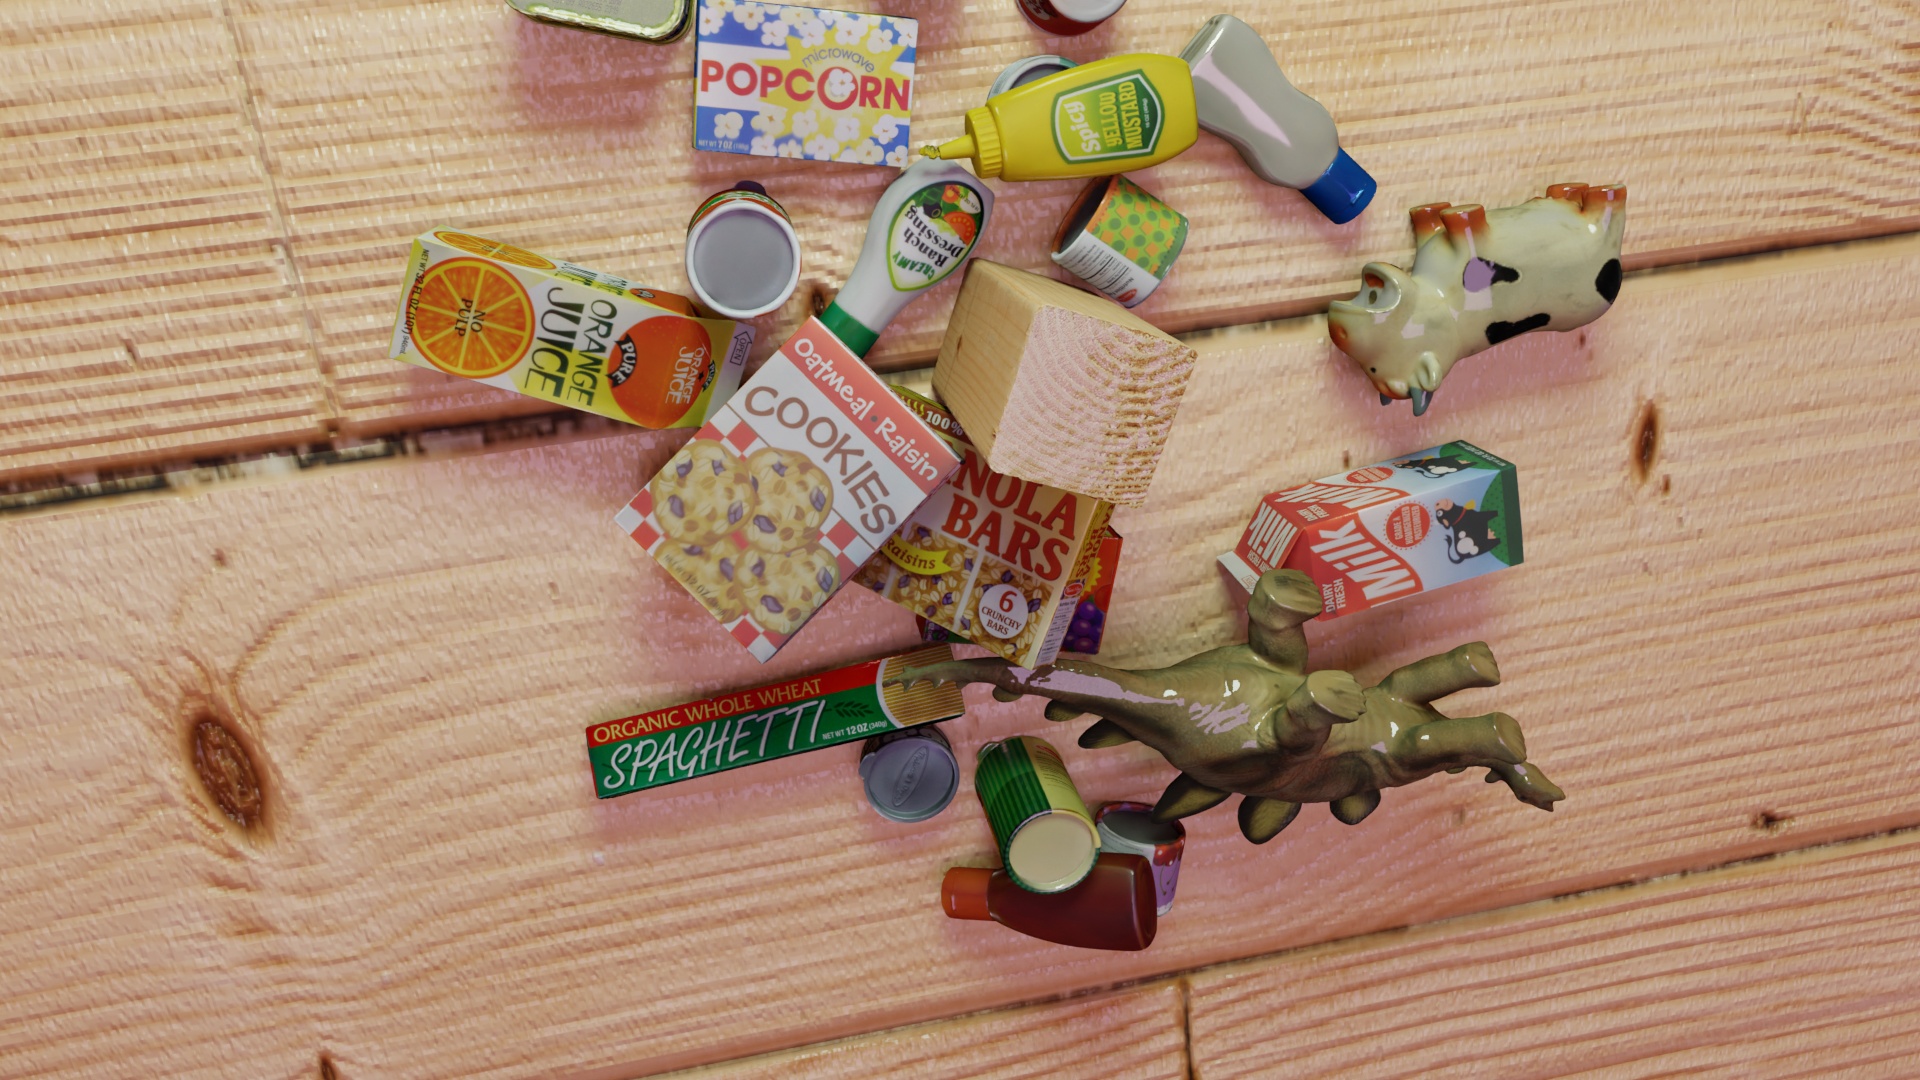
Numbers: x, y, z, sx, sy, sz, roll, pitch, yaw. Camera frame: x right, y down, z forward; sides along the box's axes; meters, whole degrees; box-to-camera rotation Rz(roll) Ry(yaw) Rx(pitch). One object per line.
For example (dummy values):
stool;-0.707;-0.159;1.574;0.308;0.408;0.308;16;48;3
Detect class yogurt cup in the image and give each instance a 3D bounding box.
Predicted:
yogurt cup;0.068;-0.329;0.808;0.072;0.054;0.072;-3;109;-10

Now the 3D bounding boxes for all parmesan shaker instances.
parmesan shaker;0.048;0.184;0.945;0.071;0.103;0.071;-3;109;-9

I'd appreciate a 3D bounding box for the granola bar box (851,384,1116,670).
granola bar box;0.003;-0.011;0.855;0.166;0.039;0.124;25;101;24

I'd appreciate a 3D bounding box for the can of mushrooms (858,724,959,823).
can of mushrooms;-0.038;0.157;0.958;0.071;0.033;0.070;-3;109;-9

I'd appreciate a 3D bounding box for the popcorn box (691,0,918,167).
popcorn box;-0.091;-0.266;0.808;0.127;0.038;0.085;2;107;-11

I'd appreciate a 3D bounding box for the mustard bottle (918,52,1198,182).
mustard bottle;0.055;-0.237;0.801;0.160;0.049;0.065;-14;108;-5

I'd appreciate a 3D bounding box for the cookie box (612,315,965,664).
cookie box;-0.099;-0.030;0.819;0.123;0.040;0.167;44;92;0

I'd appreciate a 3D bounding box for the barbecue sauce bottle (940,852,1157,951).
barbecue sauce bottle;0.060;0.248;0.964;0.148;0.044;0.064;-4;96;26

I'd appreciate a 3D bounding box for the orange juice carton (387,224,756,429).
orange juice carton;-0.223;-0.119;0.815;0.193;0.073;0.071;15;105;-15

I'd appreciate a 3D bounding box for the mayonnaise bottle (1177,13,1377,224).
mayonnaise bottle;0.196;-0.255;0.862;0.148;0.041;0.064;36;100;-20

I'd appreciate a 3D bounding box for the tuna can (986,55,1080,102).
tuna can;0.052;-0.256;0.840;0.071;0.033;0.070;-3;108;-9

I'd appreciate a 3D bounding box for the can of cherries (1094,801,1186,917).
can of cherries;0.125;0.227;0.995;0.071;0.071;0.058;5;106;-11

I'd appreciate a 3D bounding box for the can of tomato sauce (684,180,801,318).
can of tomato sauce;-0.126;-0.170;0.810;0.071;0.083;0.071;-3;109;-9

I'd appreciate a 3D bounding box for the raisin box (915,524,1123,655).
raisin box;0.038;0.027;0.926;0.123;0.040;0.085;6;106;-12

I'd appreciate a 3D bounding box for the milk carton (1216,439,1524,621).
milk carton;0.274;-0.003;0.941;0.191;0.072;0.073;-15;110;-5

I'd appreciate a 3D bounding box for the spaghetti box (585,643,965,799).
spaghetti box;-0.122;0.120;0.924;0.250;0.028;0.050;-12;79;-6

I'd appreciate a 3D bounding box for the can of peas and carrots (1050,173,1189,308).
can of peas and carrots;0.098;-0.188;0.854;0.058;0.071;0.071;30;101;-17

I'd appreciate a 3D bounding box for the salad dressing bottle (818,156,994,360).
salad dressing bottle;-0.041;-0.165;0.847;0.064;0.044;0.147;32;103;-32
